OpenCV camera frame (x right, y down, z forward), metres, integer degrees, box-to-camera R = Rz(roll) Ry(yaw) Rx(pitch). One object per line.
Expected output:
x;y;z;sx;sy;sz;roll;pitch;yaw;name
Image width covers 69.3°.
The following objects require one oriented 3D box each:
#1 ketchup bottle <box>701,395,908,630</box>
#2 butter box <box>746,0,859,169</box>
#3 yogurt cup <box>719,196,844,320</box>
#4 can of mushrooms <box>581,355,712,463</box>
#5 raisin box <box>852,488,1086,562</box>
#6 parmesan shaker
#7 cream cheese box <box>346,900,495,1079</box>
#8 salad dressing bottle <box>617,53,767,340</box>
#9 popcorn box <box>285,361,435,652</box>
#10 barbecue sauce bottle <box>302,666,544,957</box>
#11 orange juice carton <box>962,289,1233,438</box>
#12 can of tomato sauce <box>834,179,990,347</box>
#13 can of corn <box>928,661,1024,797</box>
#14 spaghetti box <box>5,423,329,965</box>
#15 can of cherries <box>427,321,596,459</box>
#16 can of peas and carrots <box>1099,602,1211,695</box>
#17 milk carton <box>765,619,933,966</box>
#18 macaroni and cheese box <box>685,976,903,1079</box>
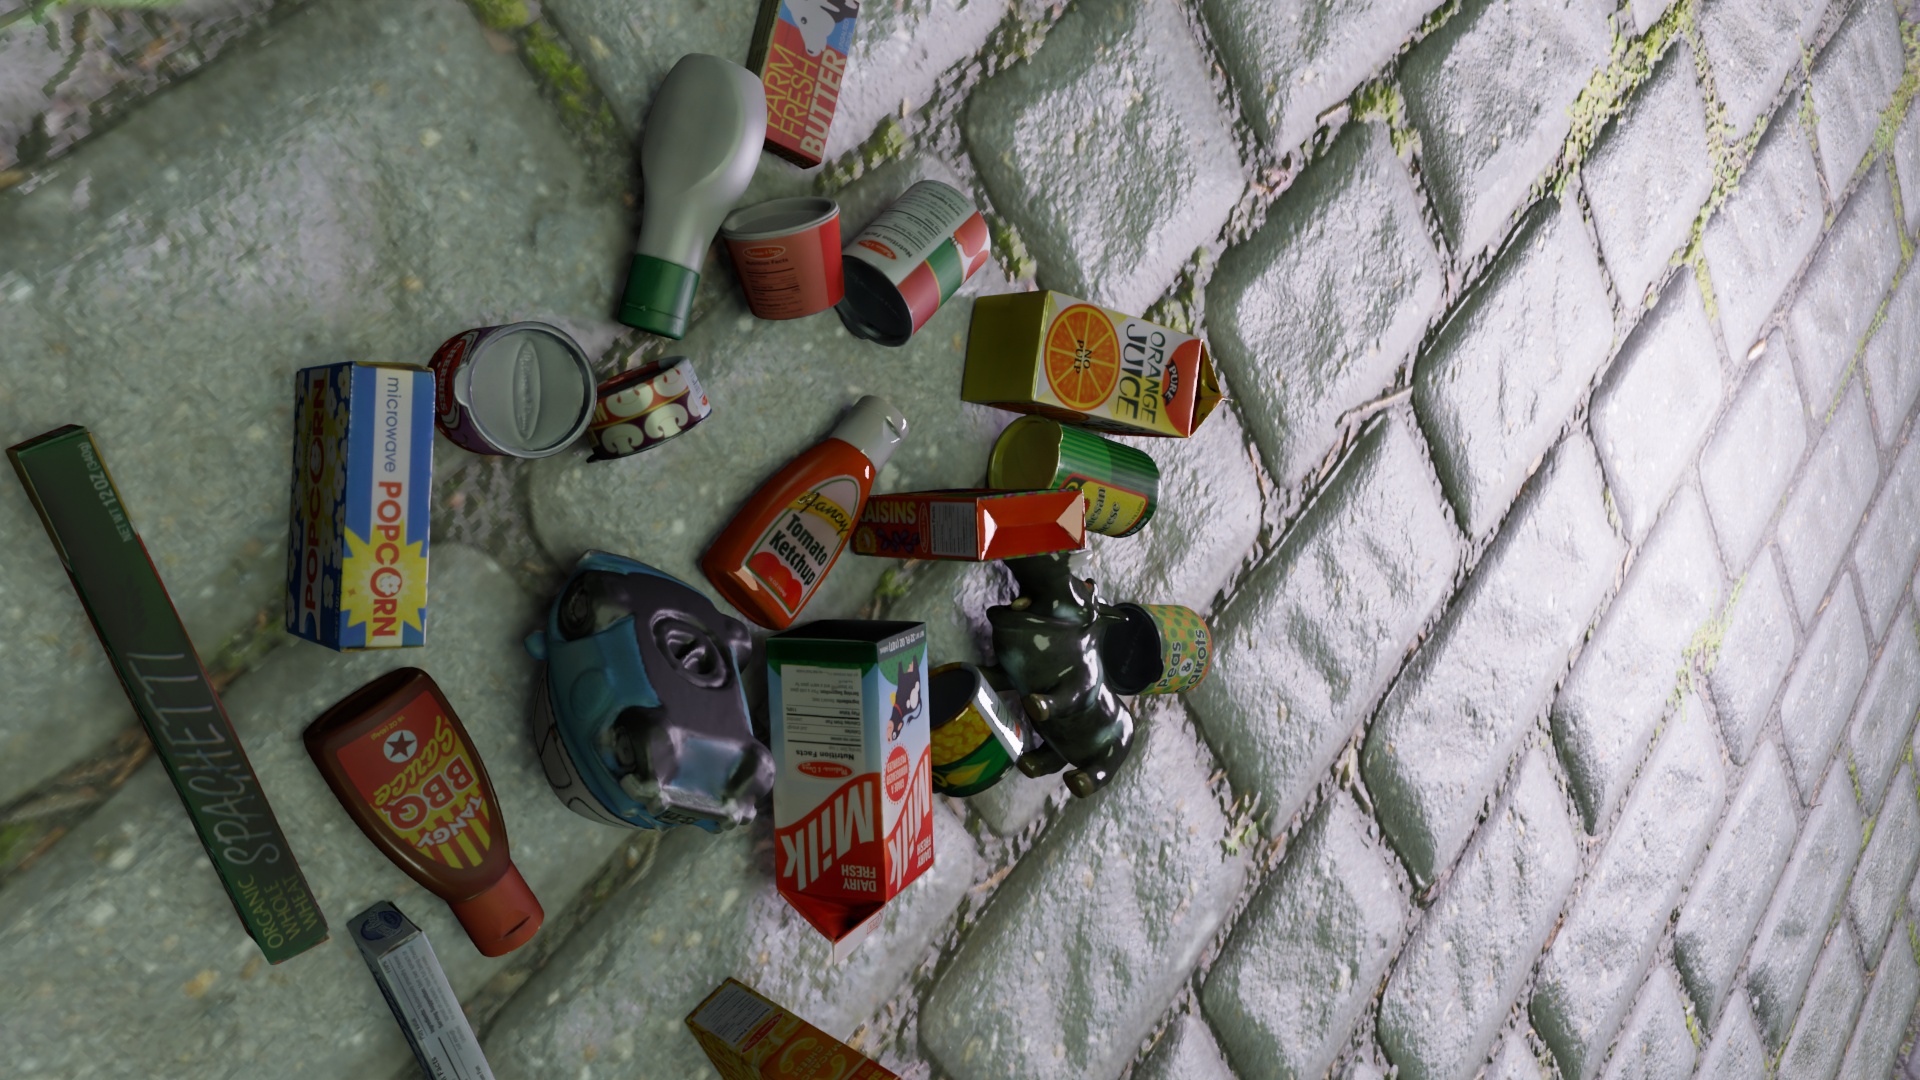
-0.086;-0.022;0.818;0.149;0.043;0.064;-55;128;-24;ketchup bottle
-0.095;-0.274;0.805;0.053;0.024;0.103;17;82;-39;butter box
-0.097;-0.159;0.785;0.073;0.072;0.053;-31;125;-34;yogurt cup
-0.170;-0.069;0.730;0.071;0.071;0.033;-34;114;-33;can of mushrooms
0.003;-0.011;0.841;0.086;0.123;0.040;-7;97;-40;raisin box
0.080;-0.043;0.938;0.103;0.071;0.071;13;85;-40;parmesan shaker
-0.262;0.231;0.680;0.024;0.053;0.103;-30;111;-33;cream cheese box
-0.148;-0.183;0.747;0.044;0.064;0.147;15;91;-69;salad dressing bottle
-0.274;-0.017;0.632;0.038;0.085;0.126;2;92;-41;popcorn box
-0.256;0.138;0.685;0.065;0.043;0.148;-38;117;-33;barbecue sauce bottle
0.099;-0.113;0.949;0.193;0.072;0.073;9;88;-40;orange juice carton
-0.031;-0.167;0.840;0.083;0.071;0.071;-49;122;-28;can of tomato sauce
-0.004;0.121;0.884;0.071;0.071;0.058;-48;121;-27;can of corn
-0.341;0.071;0.604;0.029;0.050;0.249;-28;111;-33;spaghetti box
-0.225;-0.075;0.687;0.072;0.058;0.071;-5;97;-40;can of cherries
0.139;0.079;0.997;0.059;0.071;0.071;4;91;-41;can of peas and carrots
-0.063;0.145;0.815;0.072;0.073;0.190;-14;103;-68;milk carton
-0.071;0.324;0.773;0.040;0.166;0.123;-40;117;-31;macaroni and cheese box
